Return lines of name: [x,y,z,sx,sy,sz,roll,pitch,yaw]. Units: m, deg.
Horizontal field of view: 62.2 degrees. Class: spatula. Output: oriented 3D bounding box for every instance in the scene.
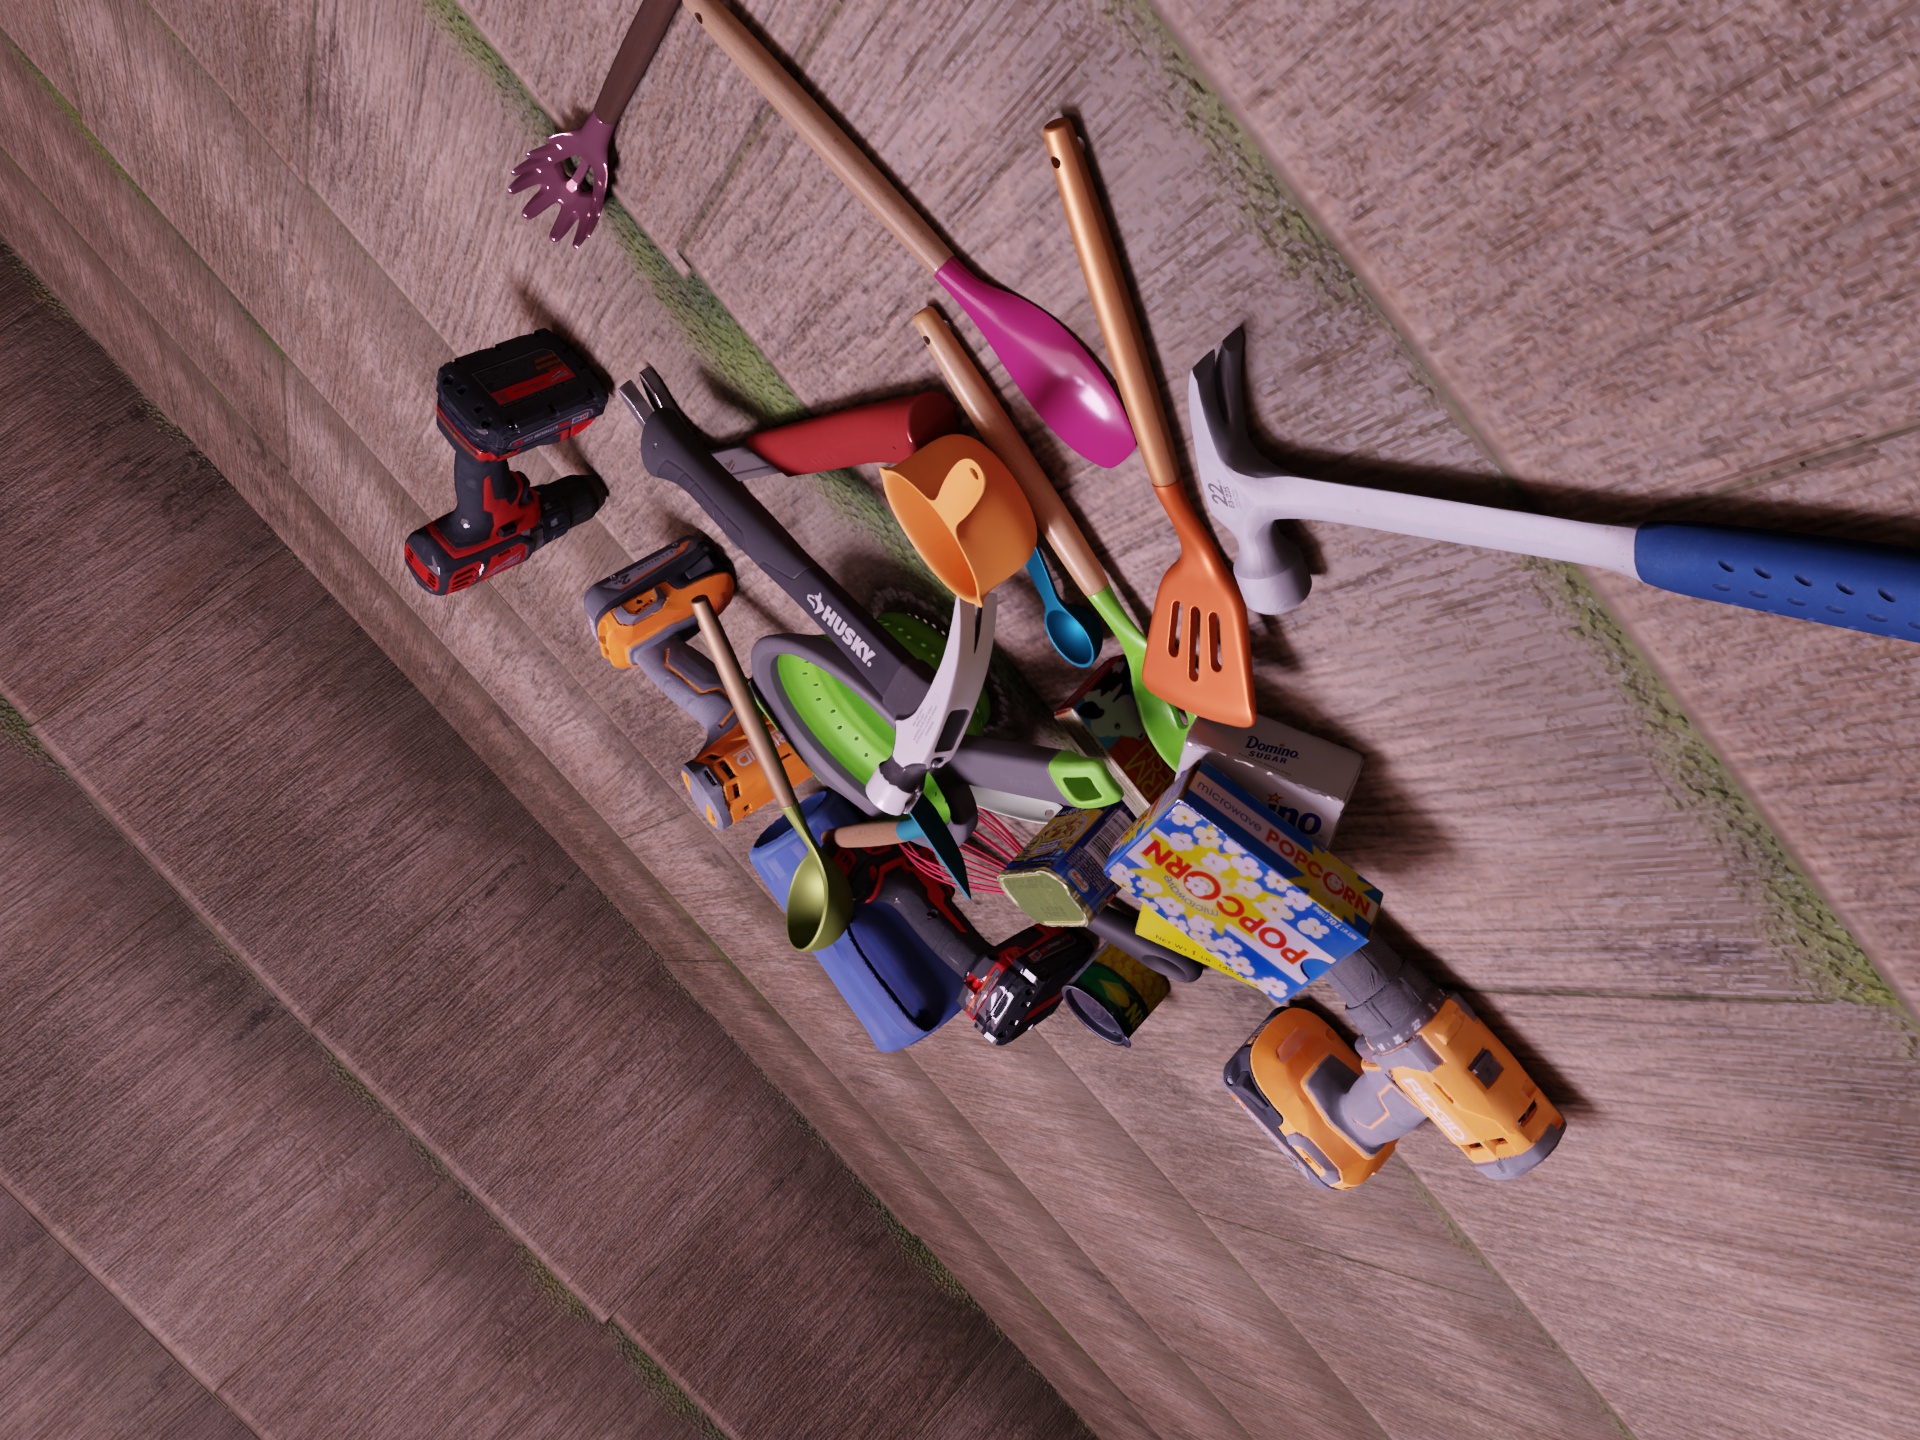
spatula: [-0.058,0.085,1.148,0.082,0.044,0.317,56,159,-8]
spatula: [0.088,-0.132,0.769,0.081,0.041,0.322,24,148,45]

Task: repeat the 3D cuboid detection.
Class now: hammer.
hammer: [0.246,-0.069,0.598,0.406,0.035,0.143,20,147,47]
hammer: [-0.113,-0.186,1.044,0.149,0.037,0.359,55,157,-21]
hammer: [-0.105,-0.101,1.018,0.335,0.035,0.146,45,120,29]

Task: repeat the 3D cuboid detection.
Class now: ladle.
ladle: [-0.151,0.047,1.208,0.078,0.062,0.319,49,162,56]

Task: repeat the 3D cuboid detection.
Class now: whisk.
whisk: [0.061,0.129,1.251,0.296,0.073,0.073,27,152,25]

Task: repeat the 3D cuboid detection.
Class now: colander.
colander: [-0.002,-0.003,1.075,0.397,0.094,0.204,8,139,56]

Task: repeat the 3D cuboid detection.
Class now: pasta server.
pasta server: [-0.200,-0.354,0.907,0.060,0.040,0.316,39,159,-16]

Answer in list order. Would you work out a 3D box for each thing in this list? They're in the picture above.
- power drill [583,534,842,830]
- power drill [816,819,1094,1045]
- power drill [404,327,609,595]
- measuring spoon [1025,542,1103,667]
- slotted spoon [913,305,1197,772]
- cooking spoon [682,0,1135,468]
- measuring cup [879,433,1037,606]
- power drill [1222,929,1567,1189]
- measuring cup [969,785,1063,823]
power drill: [-0.189,-0.039,1.306,0.227,0.164,0.084,53,161,18]
power drill: [-0.005,0.161,1.333,0.220,0.143,0.078,38,115,20]
power drill: [-0.356,-0.209,1.305,0.080,0.188,0.226,47,140,11]
measuring spoon: [0.054,-0.091,0.941,0.042,0.021,0.128,6,126,59]
slotted spoon: [0.065,-0.095,0.892,0.313,0.031,0.070,55,154,-17]
cooking spoon: [-0.026,-0.248,0.802,0.319,0.017,0.068,47,157,-3]
measuring cup: [0.010,-0.121,0.841,0.095,0.052,0.173,54,167,0]
power drill: [0.254,0.215,1.023,0.185,0.084,0.226,48,154,3]
measuring cup: [0.011,0.062,1.227,0.168,0.083,0.038,12,161,28]
